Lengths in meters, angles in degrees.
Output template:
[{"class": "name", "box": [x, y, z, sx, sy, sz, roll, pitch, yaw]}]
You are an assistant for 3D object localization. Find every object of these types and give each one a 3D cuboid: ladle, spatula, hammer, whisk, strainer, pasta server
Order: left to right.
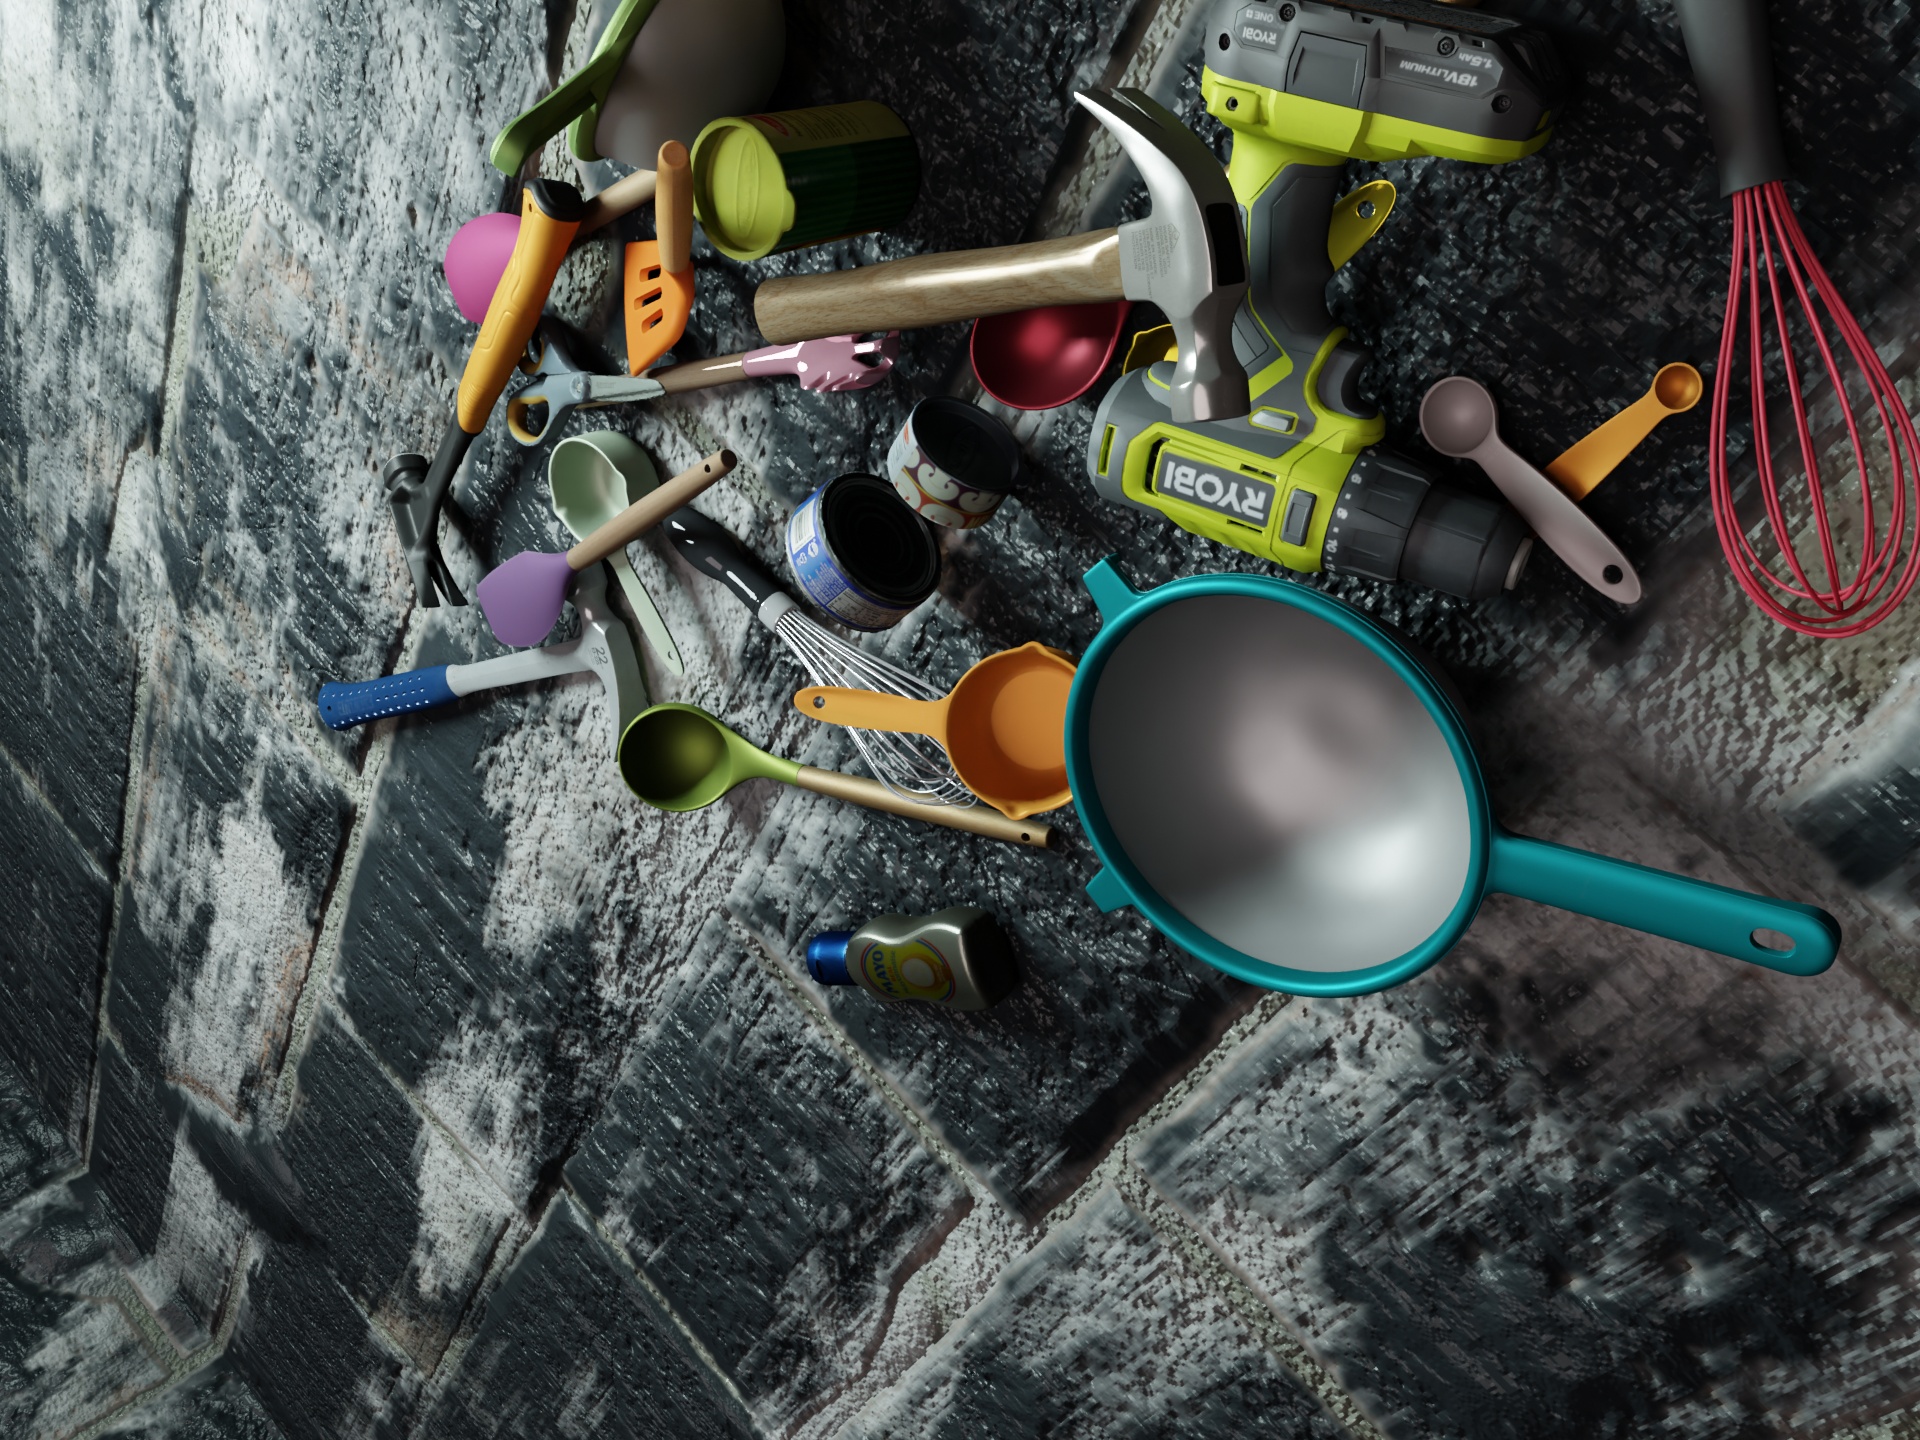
[{"class": "hammer", "box": [-0.379, -0.026, 1.220, 0.405, 0.035, 0.144, -8, 105, 42]}, {"class": "hammer", "box": [-0.312, -0.214, 1.041, 0.336, 0.034, 0.127, -47, 58, 44]}, {"class": "spatula", "box": [-0.232, -0.108, 1.016, 0.316, 0.018, 0.060, -21, 93, 46]}, {"class": "spatula", "box": [-0.156, -0.243, 0.818, 0.323, 0.041, 0.081, -165, 73, -79]}, {"class": "strainer", "box": [-0.141, -0.300, 0.764, 0.069, 0.257, 0.151, 33, 129, -11]}, {"class": "pasta server", "box": [-0.147, -0.207, 0.935, 0.316, 0.040, 0.060, 2, 91, 41]}, {"class": "whisk", "box": [-0.087, -0.046, 0.956, 0.285, 0.070, 0.070, 42, 132, 22]}, {"class": "ladle", "box": [-0.085, 0.045, 0.996, 0.320, 0.062, 0.078, 12, 118, 33]}, {"class": "hammer", "box": [0.000, -0.200, 0.721, 0.331, 0.031, 0.130, 12, 114, 52]}, {"class": "ladle", "box": [0.117, -0.237, 0.708, 0.315, 0.031, 0.069, -32, 94, 42]}, {"class": "strainer", "box": [0.212, 0.032, 0.715, 0.340, 0.095, 0.210, 16, 123, 31]}, {"class": "whisk", "box": [0.292, -0.174, 0.575, 0.073, 0.073, 0.296, -9, 98, 42]}]

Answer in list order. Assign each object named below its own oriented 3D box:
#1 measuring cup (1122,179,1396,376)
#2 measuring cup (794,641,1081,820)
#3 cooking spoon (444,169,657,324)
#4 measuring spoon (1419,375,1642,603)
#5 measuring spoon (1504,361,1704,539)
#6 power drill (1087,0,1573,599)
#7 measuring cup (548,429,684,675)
[{"class": "measuring cup", "box": [0.138, -0.187, 0.720, 0.062, 0.029, 0.156, 50, 125, 1]}, {"class": "measuring cup", "box": [-0.001, -0.003, 0.866, 0.173, 0.052, 0.095, 8, 99, 14]}, {"class": "cooking spoon", "box": [-0.229, -0.306, 0.968, 0.319, 0.017, 0.068, -8, 107, 42]}, {"class": "measuring spoon", "box": [0.244, -0.098, 0.671, 0.124, 0.018, 0.034, 51, 134, 13]}, {"class": "measuring spoon", "box": [0.262, -0.107, 0.663, 0.021, 0.011, 0.117, 58, 138, 15]}, {"class": "power drill", "box": [0.161, -0.166, 0.648, 0.191, 0.080, 0.228, 23, 126, 22]}, {"class": "measuring cup", "box": [-0.209, -0.110, 1.037, 0.083, 0.038, 0.167, -13, 106, 44]}]
